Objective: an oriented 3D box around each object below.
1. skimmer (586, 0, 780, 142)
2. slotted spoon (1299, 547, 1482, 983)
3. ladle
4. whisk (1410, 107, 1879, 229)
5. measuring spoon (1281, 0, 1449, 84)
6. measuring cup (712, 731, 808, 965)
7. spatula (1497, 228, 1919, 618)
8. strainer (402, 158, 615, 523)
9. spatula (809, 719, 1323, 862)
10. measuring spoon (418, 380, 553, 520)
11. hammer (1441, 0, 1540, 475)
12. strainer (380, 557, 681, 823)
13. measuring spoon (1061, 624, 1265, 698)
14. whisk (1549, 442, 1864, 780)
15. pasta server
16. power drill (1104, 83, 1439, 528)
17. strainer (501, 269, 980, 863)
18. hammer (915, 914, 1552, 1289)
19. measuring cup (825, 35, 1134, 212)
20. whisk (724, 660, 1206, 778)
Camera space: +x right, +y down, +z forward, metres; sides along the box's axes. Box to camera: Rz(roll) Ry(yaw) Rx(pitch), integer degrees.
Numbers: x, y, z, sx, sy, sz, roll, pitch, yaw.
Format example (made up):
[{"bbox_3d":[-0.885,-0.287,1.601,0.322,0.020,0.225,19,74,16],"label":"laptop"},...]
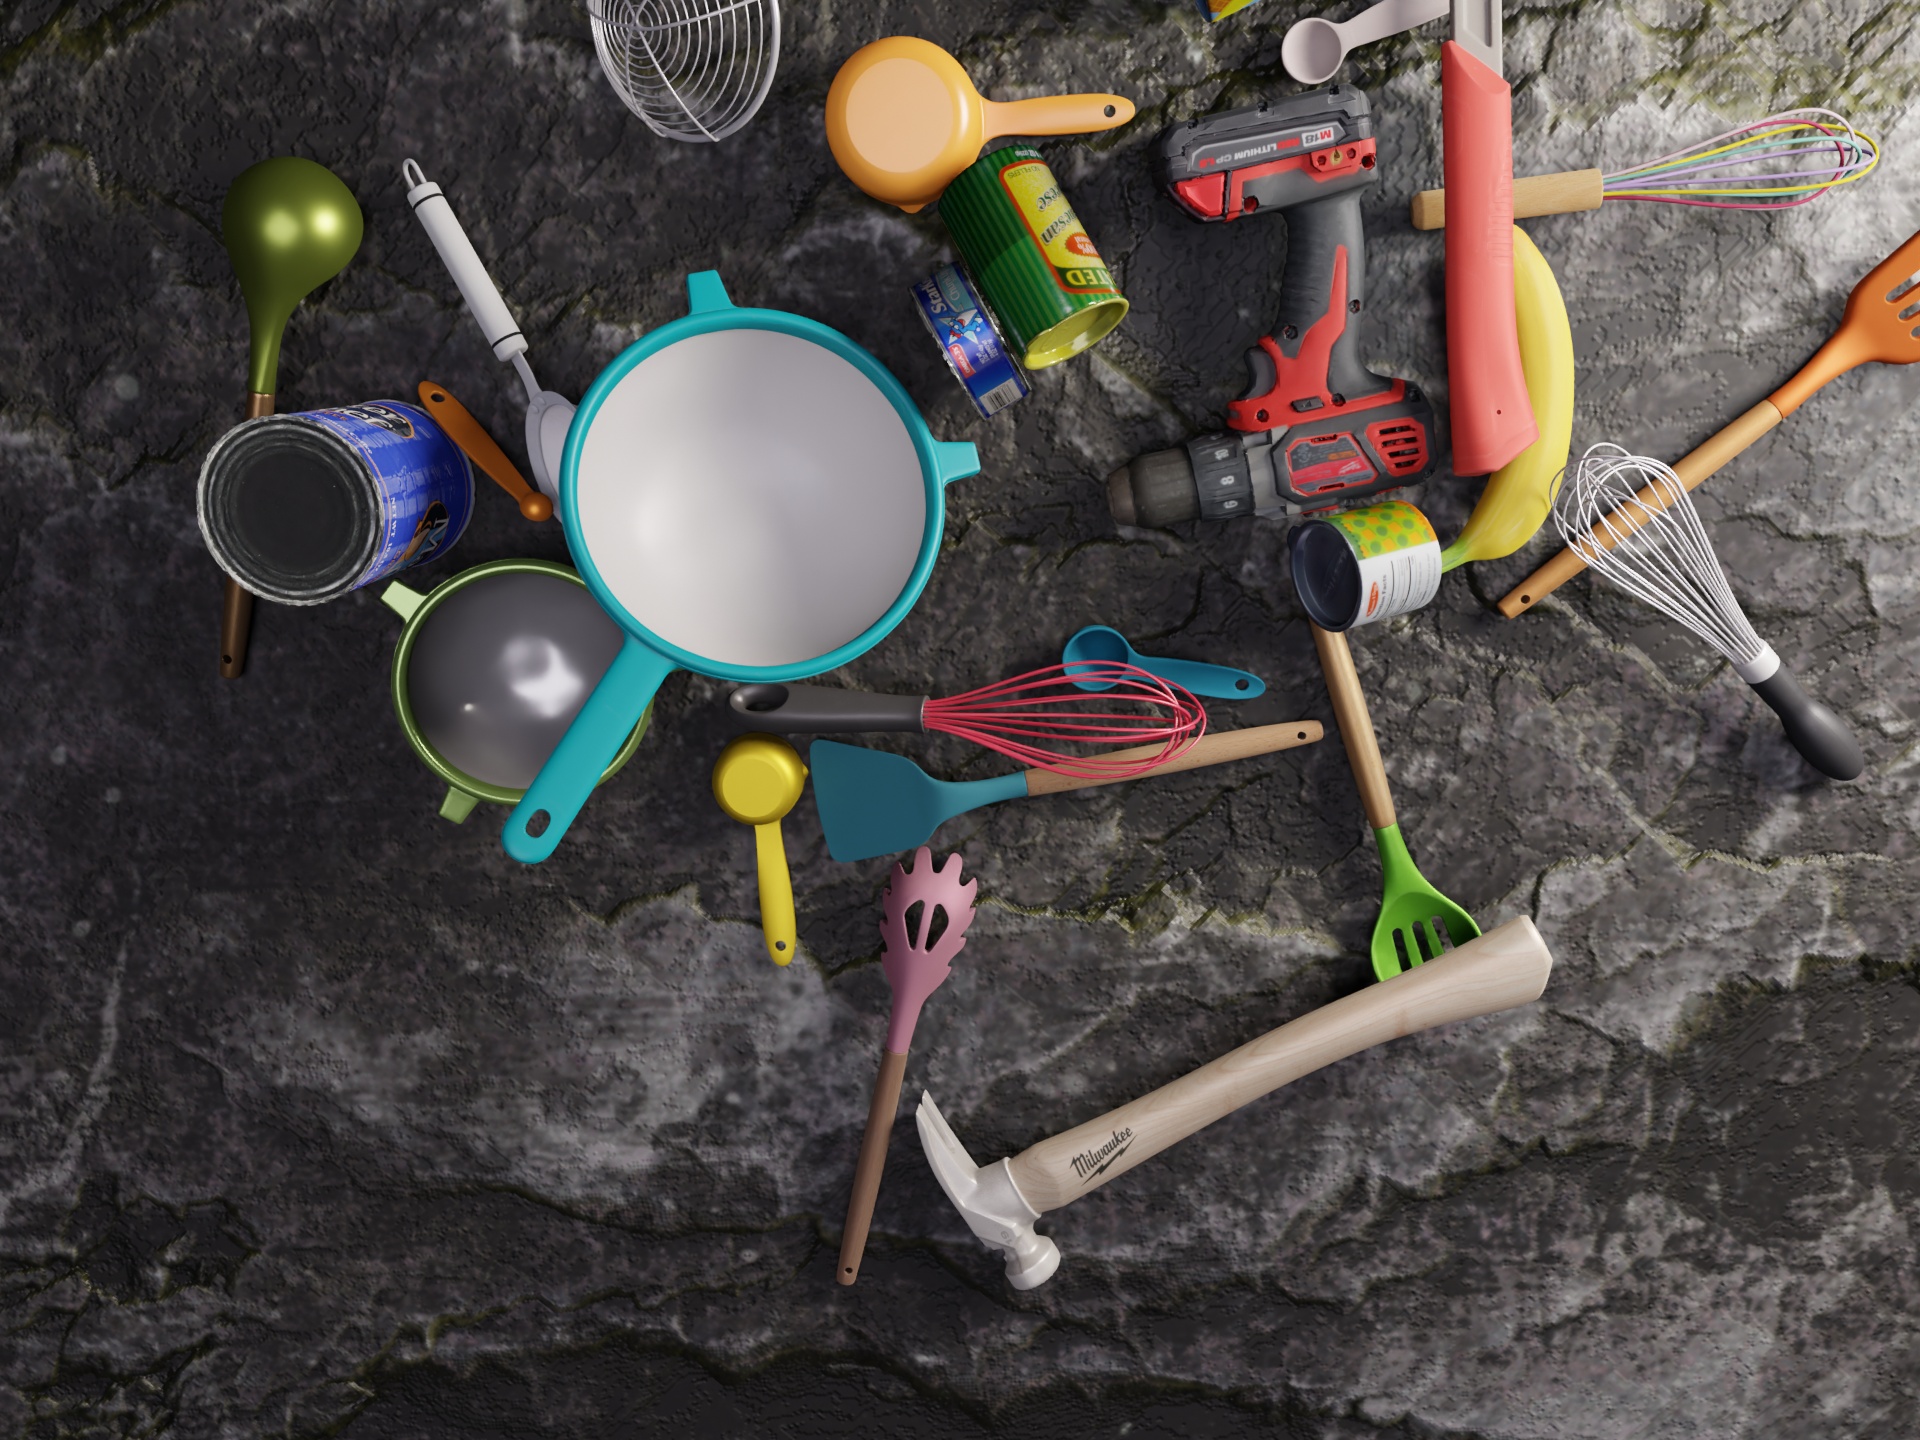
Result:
[{"bbox_3d":[-0.035,-0.441,0.870,0.363,0.090,0.127,-27,98,-1],"label":"skimmer"},{"bbox_3d":[0.255,0.039,0.976,0.070,0.031,0.313,-18,101,8],"label":"slotted spoon"},{"bbox_3d":[-0.418,-0.175,0.959,0.078,0.062,0.320,16,111,-1],"label":"ladle"},{"bbox_3d":[0.375,-0.299,0.881,0.245,0.051,0.047,-5,83,9],"label":"whisk"},{"bbox_3d":[0.234,-0.386,0.878,0.124,0.018,0.034,-23,99,2],"label":"measuring spoon"},{"bbox_3d":[-0.123,0.086,1.006,0.062,0.029,0.156,-5,102,5],"label":"measuring cup"},{"bbox_3d":[0.446,-0.161,0.907,0.322,0.041,0.081,-39,100,12],"label":"spatula"},{"bbox_3d":[-0.258,-0.213,0.934,0.087,0.050,0.258,-21,100,53],"label":"strainer"},{"bbox_3d":[0.065,0.030,0.987,0.317,0.044,0.082,-10,103,1],"label":"spatula"},{"bbox_3d":[-0.283,-0.163,0.946,0.117,0.021,0.011,46,141,8],"label":"measuring spoon"},{"bbox_3d":[0.268,-0.313,0.854,0.149,0.037,0.359,-2,94,3],"label":"hammer"},{"bbox_3d":[-0.211,-0.040,0.971,0.256,0.069,0.151,-13,108,-11],"label":"strainer"},{"bbox_3d":[0.124,-0.033,0.973,0.128,0.021,0.042,10,115,-9],"label":"measuring spoon"},{"bbox_3d":[0.439,-0.055,0.912,0.284,0.070,0.070,40,103,-19],"label":"whisk"},{"bbox_3d":[-0.046,0.234,1.044,0.060,0.040,0.316,12,109,0],"label":"pasta server"},{"bbox_3d":[0.159,-0.221,0.892,0.188,0.080,0.226,-11,106,6],"label":"power drill"},{"bbox_3d":[-0.153,-0.066,0.896,0.211,0.095,0.340,33,78,-7],"label":"strainer"},{"bbox_3d":[0.169,0.219,1.001,0.410,0.038,0.146,-30,99,16],"label":"hammer"},{"bbox_3d":[0.010,-0.335,0.881,0.173,0.052,0.095,-2,104,6],"label":"measuring cup"},{"bbox_3d":[-0.002,-0.003,0.955,0.296,0.073,0.073,2,105,13],"label":"whisk"}]
